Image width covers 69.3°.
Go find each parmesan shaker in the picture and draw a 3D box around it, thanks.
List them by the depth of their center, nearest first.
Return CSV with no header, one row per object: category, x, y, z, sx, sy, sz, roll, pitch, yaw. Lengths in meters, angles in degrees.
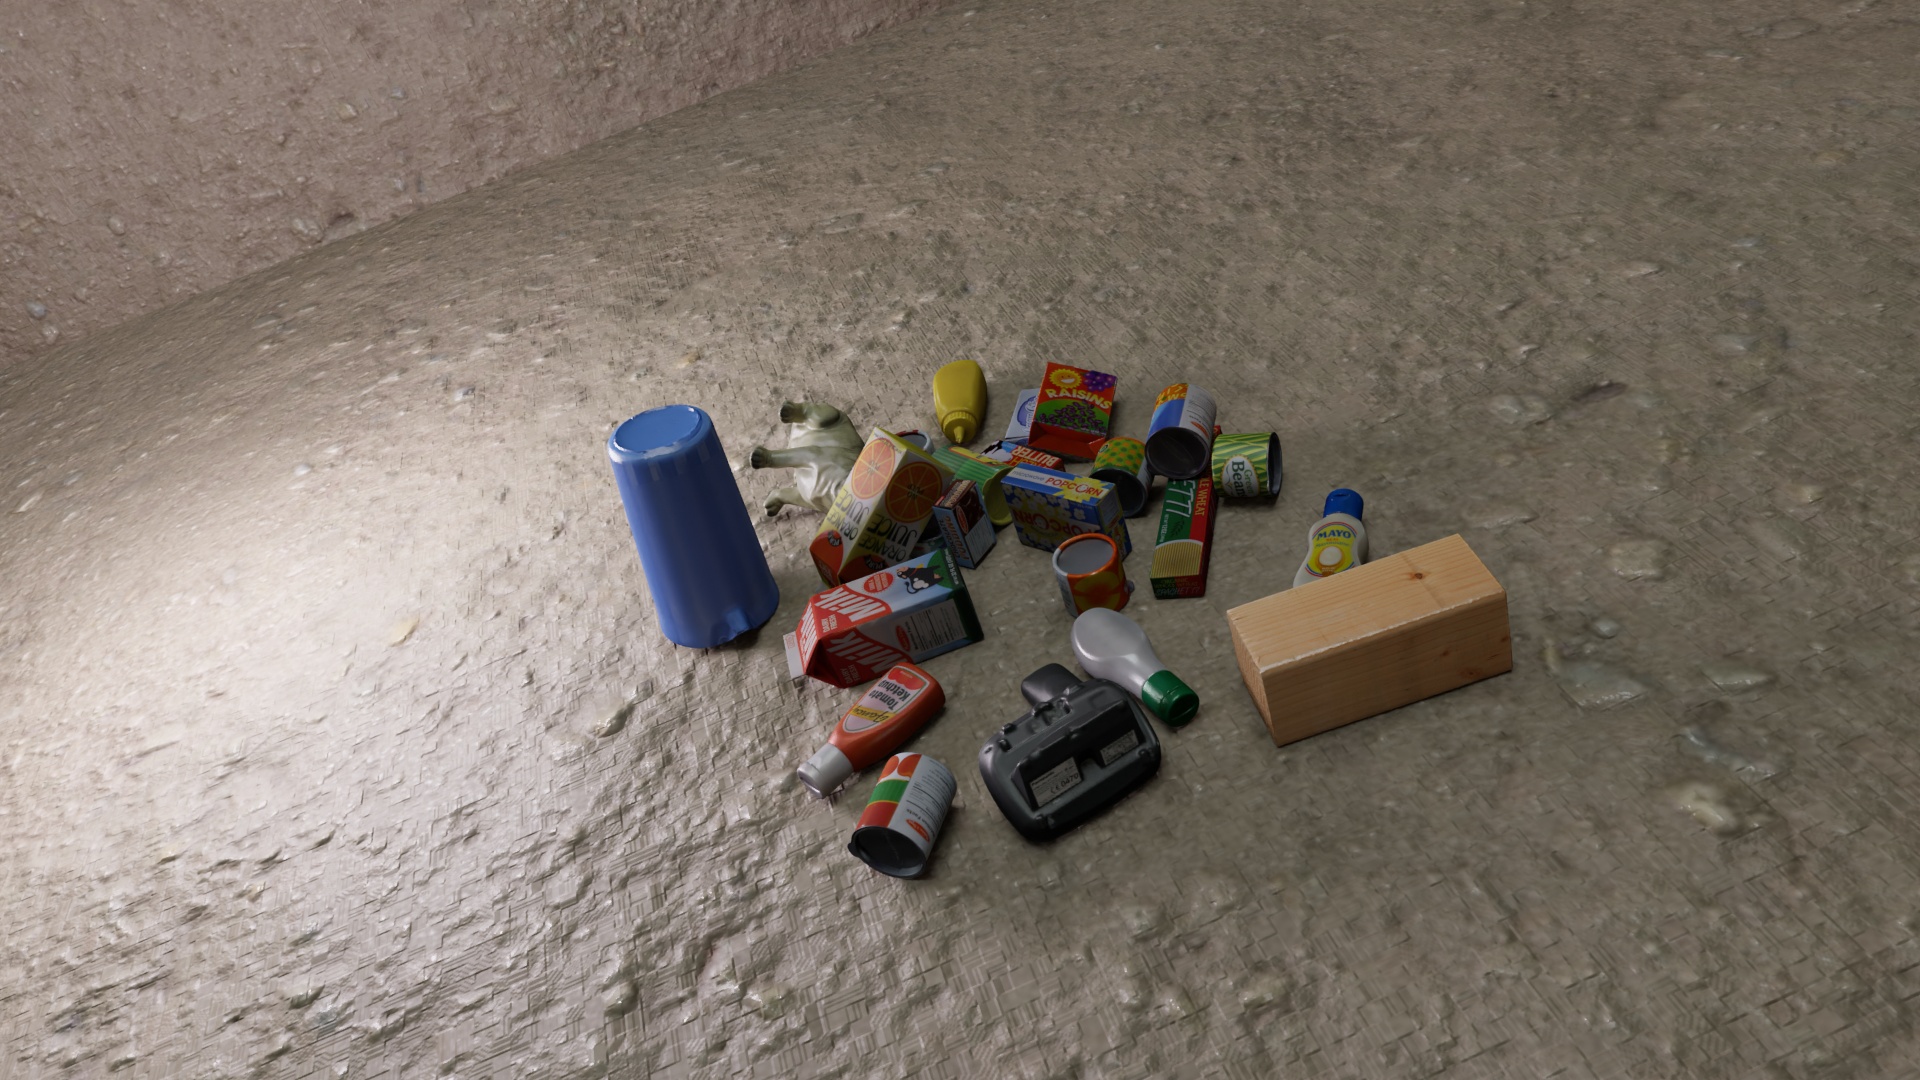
parmesan shaker,0.014,-0.063,1.523,0.071,0.071,0.103,-39,40,-25

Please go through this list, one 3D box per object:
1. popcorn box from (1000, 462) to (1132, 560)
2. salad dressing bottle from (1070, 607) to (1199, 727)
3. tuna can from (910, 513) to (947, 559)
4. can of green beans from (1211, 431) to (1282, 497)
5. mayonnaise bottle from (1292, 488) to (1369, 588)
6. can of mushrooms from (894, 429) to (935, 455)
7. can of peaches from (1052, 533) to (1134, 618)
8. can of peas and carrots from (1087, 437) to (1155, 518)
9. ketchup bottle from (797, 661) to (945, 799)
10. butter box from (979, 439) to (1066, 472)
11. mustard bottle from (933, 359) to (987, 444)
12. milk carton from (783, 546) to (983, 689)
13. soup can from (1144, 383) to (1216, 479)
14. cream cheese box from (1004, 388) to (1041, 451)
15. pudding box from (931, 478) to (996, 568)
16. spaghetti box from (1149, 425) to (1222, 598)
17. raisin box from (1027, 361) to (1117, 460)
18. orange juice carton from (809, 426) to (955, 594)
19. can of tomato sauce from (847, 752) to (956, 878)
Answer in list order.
popcorn box,0.108,-0.026,1.419,0.127,0.084,0.038,16,48,40
salad dressing bottle,0.156,0.114,1.248,0.064,0.043,0.148,-28,37,-15
tuna can,-0.028,-0.009,1.504,0.071,0.032,0.071,-13,36,10
can of green beans,0.292,-0.077,1.415,0.058,0.071,0.071,-1,39,25
mayonnaise bottle,0.350,0.010,1.294,0.065,0.041,0.149,-3,39,25
can of mushrooms,-0.064,-0.099,1.640,0.071,0.033,0.071,-12,37,9
can of peaches,0.129,0.034,1.352,0.071,0.057,0.071,-13,36,10
can of peas and carrots,0.167,-0.067,1.460,0.071,0.070,0.059,-1,39,24
ketchup bottle,-0.084,0.176,1.278,0.065,0.043,0.149,22,53,43
butter box,0.064,-0.080,1.563,0.103,0.024,0.053,21,52,43
mustard bottle,-0.001,-0.159,1.677,0.065,0.048,0.161,-12,37,11
milk carton,-0.082,0.083,1.374,0.191,0.073,0.072,-21,35,-1
soup can,0.228,-0.113,1.444,0.071,0.071,0.084,-4,37,21
cream cheese box,0.089,-0.143,1.634,0.053,0.024,0.104,-5,38,20
pudding box,0.005,-0.018,1.457,0.030,0.083,0.050,11,46,36
spaghetti box,0.234,-0.035,1.419,0.050,0.028,0.251,-5,38,20
raisin box,0.129,-0.149,1.587,0.086,0.039,0.124,12,41,4
orange juice carton,-0.093,-0.014,1.466,0.072,0.073,0.192,36,99,50
can of tomato sauce,-0.048,0.231,1.169,0.071,0.071,0.083,-1,39,24
